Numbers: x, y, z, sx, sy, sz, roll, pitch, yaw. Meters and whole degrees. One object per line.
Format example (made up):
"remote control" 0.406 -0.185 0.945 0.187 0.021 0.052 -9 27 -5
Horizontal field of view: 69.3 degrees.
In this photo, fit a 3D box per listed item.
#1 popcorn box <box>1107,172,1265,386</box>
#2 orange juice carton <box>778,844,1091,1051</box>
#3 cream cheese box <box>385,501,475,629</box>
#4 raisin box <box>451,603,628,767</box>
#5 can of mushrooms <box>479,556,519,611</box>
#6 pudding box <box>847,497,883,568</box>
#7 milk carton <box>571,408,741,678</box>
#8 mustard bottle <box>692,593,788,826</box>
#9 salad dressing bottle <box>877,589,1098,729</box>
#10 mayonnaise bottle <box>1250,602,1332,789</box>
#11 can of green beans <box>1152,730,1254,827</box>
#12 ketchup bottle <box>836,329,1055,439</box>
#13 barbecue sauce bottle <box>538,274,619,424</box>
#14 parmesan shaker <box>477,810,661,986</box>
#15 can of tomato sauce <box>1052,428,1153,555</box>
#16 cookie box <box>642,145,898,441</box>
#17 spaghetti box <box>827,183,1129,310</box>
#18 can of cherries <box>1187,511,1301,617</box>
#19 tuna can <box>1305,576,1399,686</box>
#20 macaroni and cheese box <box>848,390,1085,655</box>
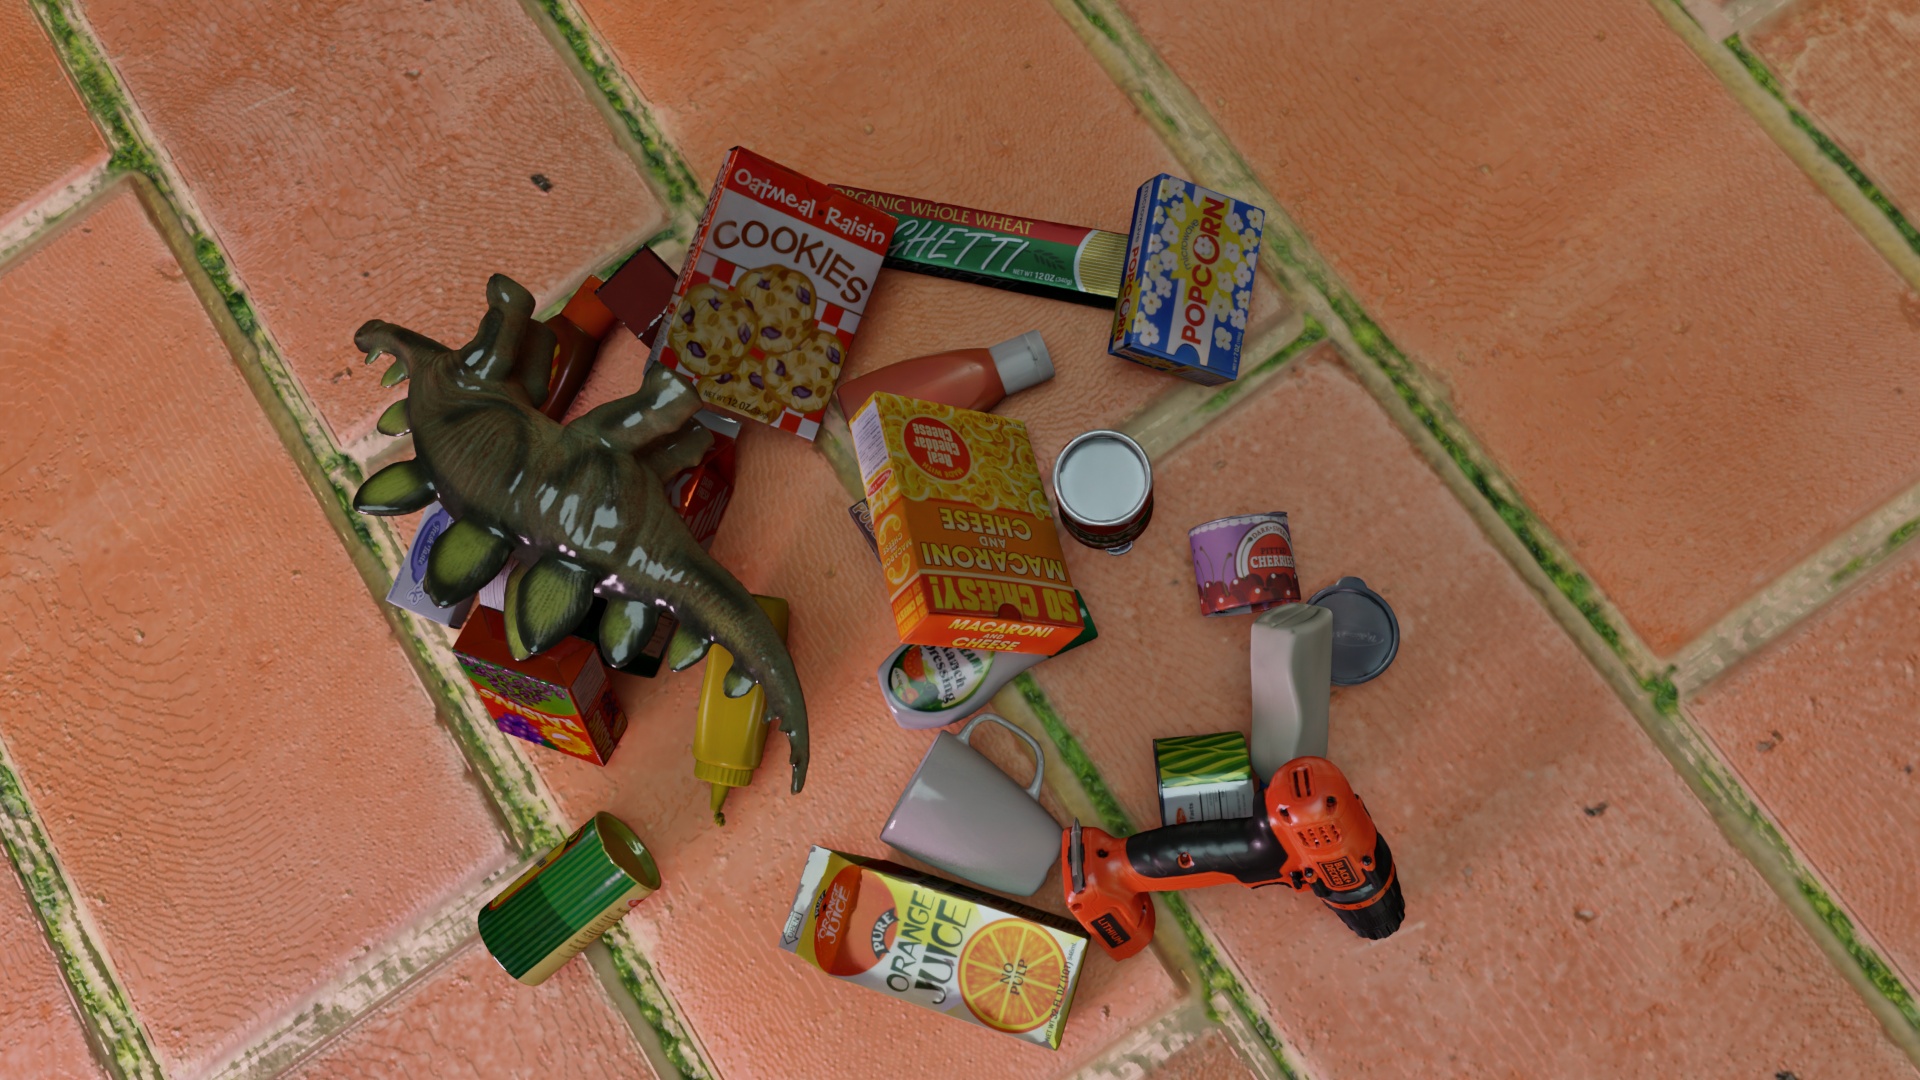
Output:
"popcorn box" 0.156 -0.178 0.955 0.085 0.038 0.127 15 80 -21
"orange juice carton" -0.018 0.257 0.894 0.193 0.073 0.072 15 82 10
"cream cheese box" -0.371 0.007 1.011 0.053 0.024 0.104 19 82 10
"raisin box" -0.279 0.099 0.930 0.086 0.122 0.040 16 58 9
"can of mushrooms" -0.304 0.035 0.977 0.033 0.071 0.071 -5 79 17
"pudding box" -0.045 -0.001 0.941 0.030 0.083 0.050 -33 77 1
"milk carton" -0.219 -0.007 0.969 0.072 0.073 0.191 21 82 11
"mustard bottle" -0.153 0.115 0.945 0.049 0.065 0.160 10 85 5
"salad dressing bottle" 0.019 0.078 0.938 0.148 0.044 0.064 -24 70 0
"mayonnaise bottle" 0.209 0.117 0.882 0.041 0.065 0.147 10 108 38
"can of green beans" 0.156 0.158 0.895 0.058 0.071 0.071 -7 79 5
"ketchup bottle" -0.008 -0.105 0.977 0.149 0.043 0.065 -21 85 3
"barbecue sauce bottle" -0.302 -0.127 1.018 0.065 0.043 0.148 36 85 14
"parmesan shaker" -0.263 0.239 0.929 0.103 0.071 0.071 -39 77 -1
"can of tomato sauce" 0.096 -0.031 0.929 0.071 0.083 0.071 -1 79 7
"cookie box" -0.130 -0.168 0.957 0.123 0.040 0.167 19 96 -25
"spaghetti box" 0.016 -0.211 1.001 0.250 0.028 0.050 12 80 9
"can of cherries" 0.189 0.016 0.915 0.071 0.071 0.058 -8 79 6
"tuna can" 0.254 0.061 0.918 0.071 0.033 0.071 -1 79 7
"macaroni and cheese box" 0.003 -0.011 0.900 0.124 0.040 0.167 8 54 -35
